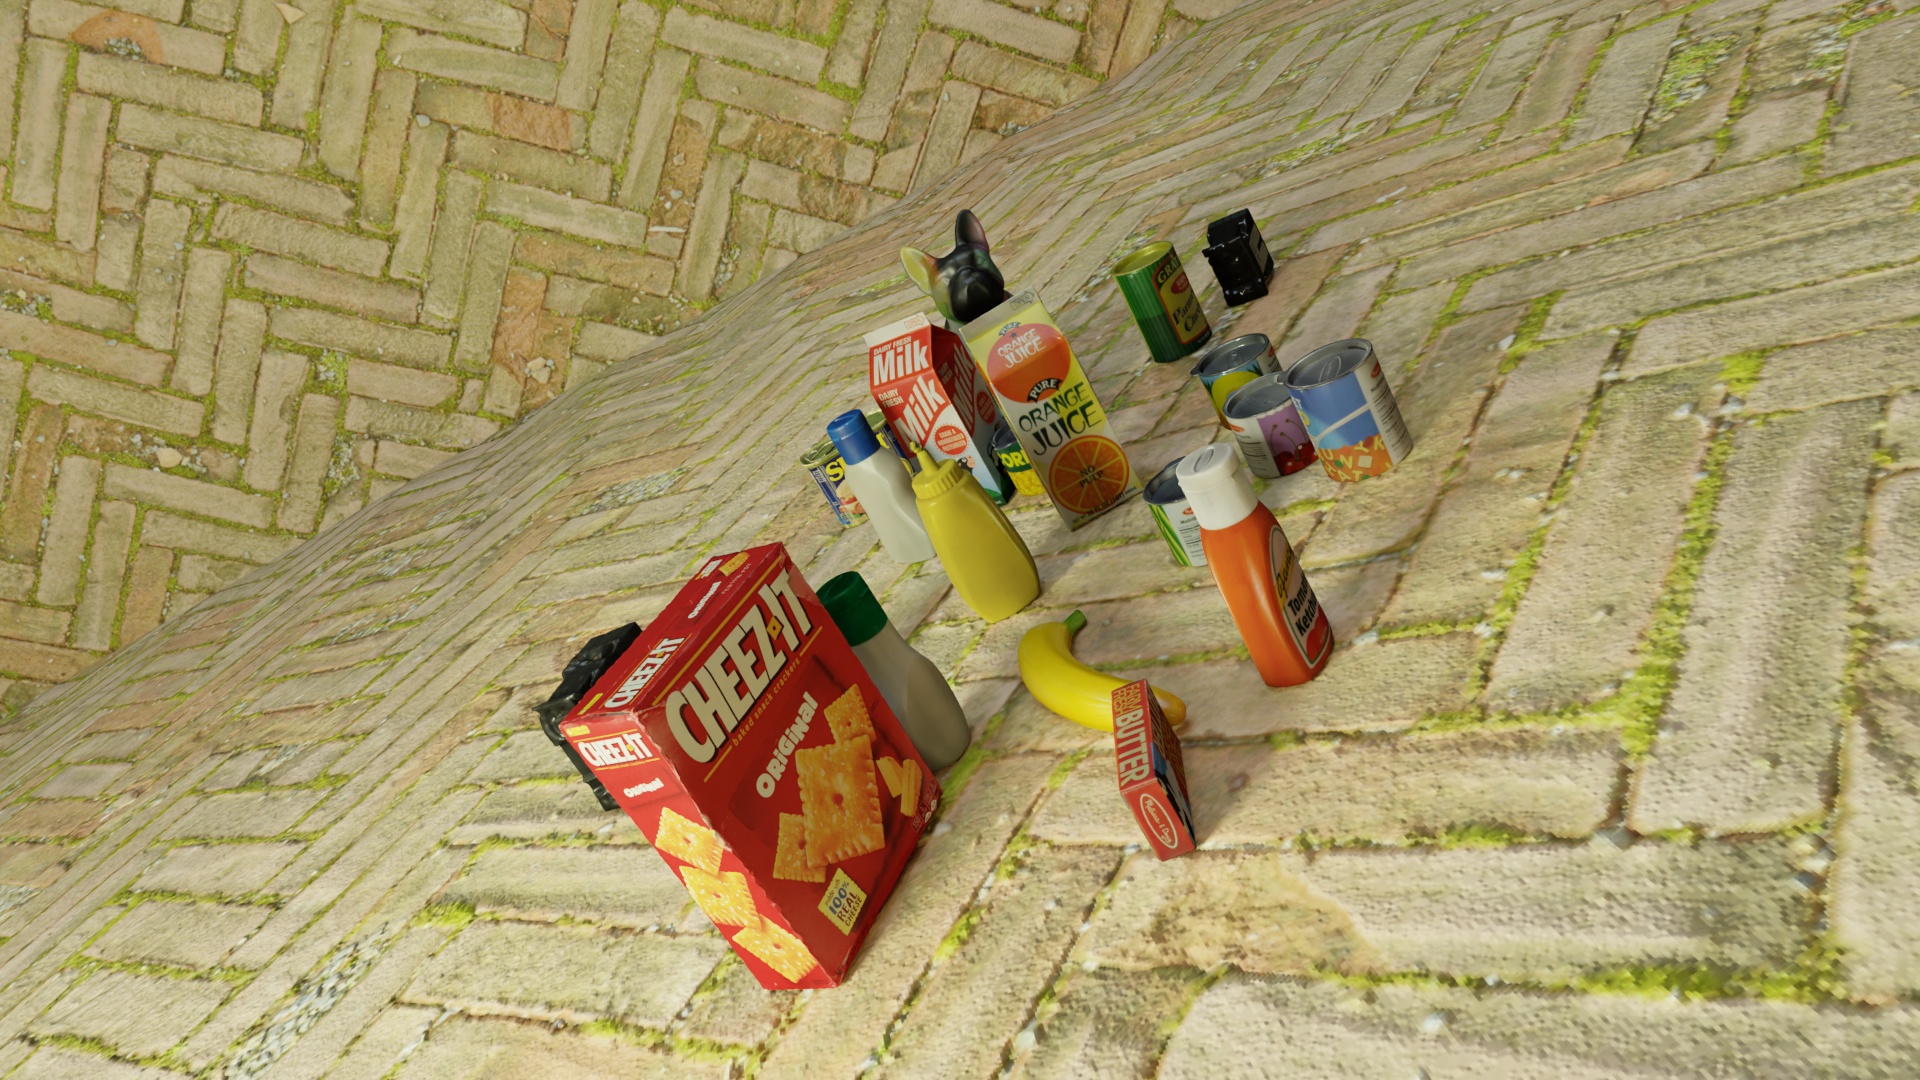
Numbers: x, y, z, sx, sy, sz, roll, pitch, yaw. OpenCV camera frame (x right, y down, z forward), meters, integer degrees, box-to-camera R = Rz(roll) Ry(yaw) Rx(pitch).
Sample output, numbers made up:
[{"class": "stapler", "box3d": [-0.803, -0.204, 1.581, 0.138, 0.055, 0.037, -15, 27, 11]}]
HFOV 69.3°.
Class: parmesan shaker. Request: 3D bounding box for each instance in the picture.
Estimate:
[{"class": "parmesan shaker", "box3d": [0.203, -0.239, 1.386, 0.071, 0.102, 0.071, -26, 22, 11]}]

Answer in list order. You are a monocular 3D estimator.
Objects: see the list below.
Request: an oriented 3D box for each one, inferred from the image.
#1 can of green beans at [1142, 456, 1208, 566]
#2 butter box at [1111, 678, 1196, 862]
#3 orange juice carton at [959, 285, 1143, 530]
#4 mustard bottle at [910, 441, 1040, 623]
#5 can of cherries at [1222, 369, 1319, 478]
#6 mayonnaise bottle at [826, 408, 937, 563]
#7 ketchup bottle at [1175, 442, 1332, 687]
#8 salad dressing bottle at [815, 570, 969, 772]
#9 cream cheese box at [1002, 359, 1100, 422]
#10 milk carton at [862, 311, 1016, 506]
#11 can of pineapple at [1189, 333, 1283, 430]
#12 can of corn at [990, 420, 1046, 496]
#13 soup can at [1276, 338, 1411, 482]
[{"class": "can of green beans", "box3d": [0.175, -0.023, 1.017, 0.071, 0.057, 0.071, -25, 22, 11]}, {"class": "butter box", "box3d": [0.108, 0.127, 0.785, 0.024, 0.053, 0.104, -24, 23, 14]}, {"class": "orange juice carton", "box3d": [0.073, -0.112, 1.155, 0.072, 0.192, 0.073, -30, 22, 1]}, {"class": "mustard bottle", "box3d": [0.004, -0.013, 1.072, 0.065, 0.159, 0.049, -31, 22, -1]}, {"class": "can of cherries", "box3d": [0.247, -0.091, 1.074, 0.071, 0.058, 0.072, -25, 22, 11]}, {"class": "mayonnaise bottle", "box3d": [-0.069, -0.048, 1.253, 0.064, 0.147, 0.041, -6, 32, 45]}, {"class": "ketchup bottle", "box3d": [0.173, 0.013, 0.822, 0.043, 0.148, 0.065, -14, 27, 36]}, {"class": "salad dressing bottle", "box3d": [-0.047, 0.088, 0.934, 0.044, 0.147, 0.064, -15, 27, 34]}, {"class": "cream cheese box", "box3d": [0.089, -0.127, 1.352, 0.024, 0.053, 0.104, -2, 35, 50]}, {"class": "milk carton", "box3d": [-0.018, -0.119, 1.285, 0.072, 0.190, 0.074, -17, 25, 31]}, {"class": "can of pineapple", "box3d": [0.239, -0.133, 1.175, 0.071, 0.057, 0.071, -25, 22, 11]}, {"class": "can of corn", "box3d": [0.068, -0.080, 1.272, 0.071, 0.058, 0.071, -25, 22, 11]}, {"class": "soup can", "box3d": [0.278, -0.093, 1.007, 0.071, 0.083, 0.071, -26, 22, 11]}]
